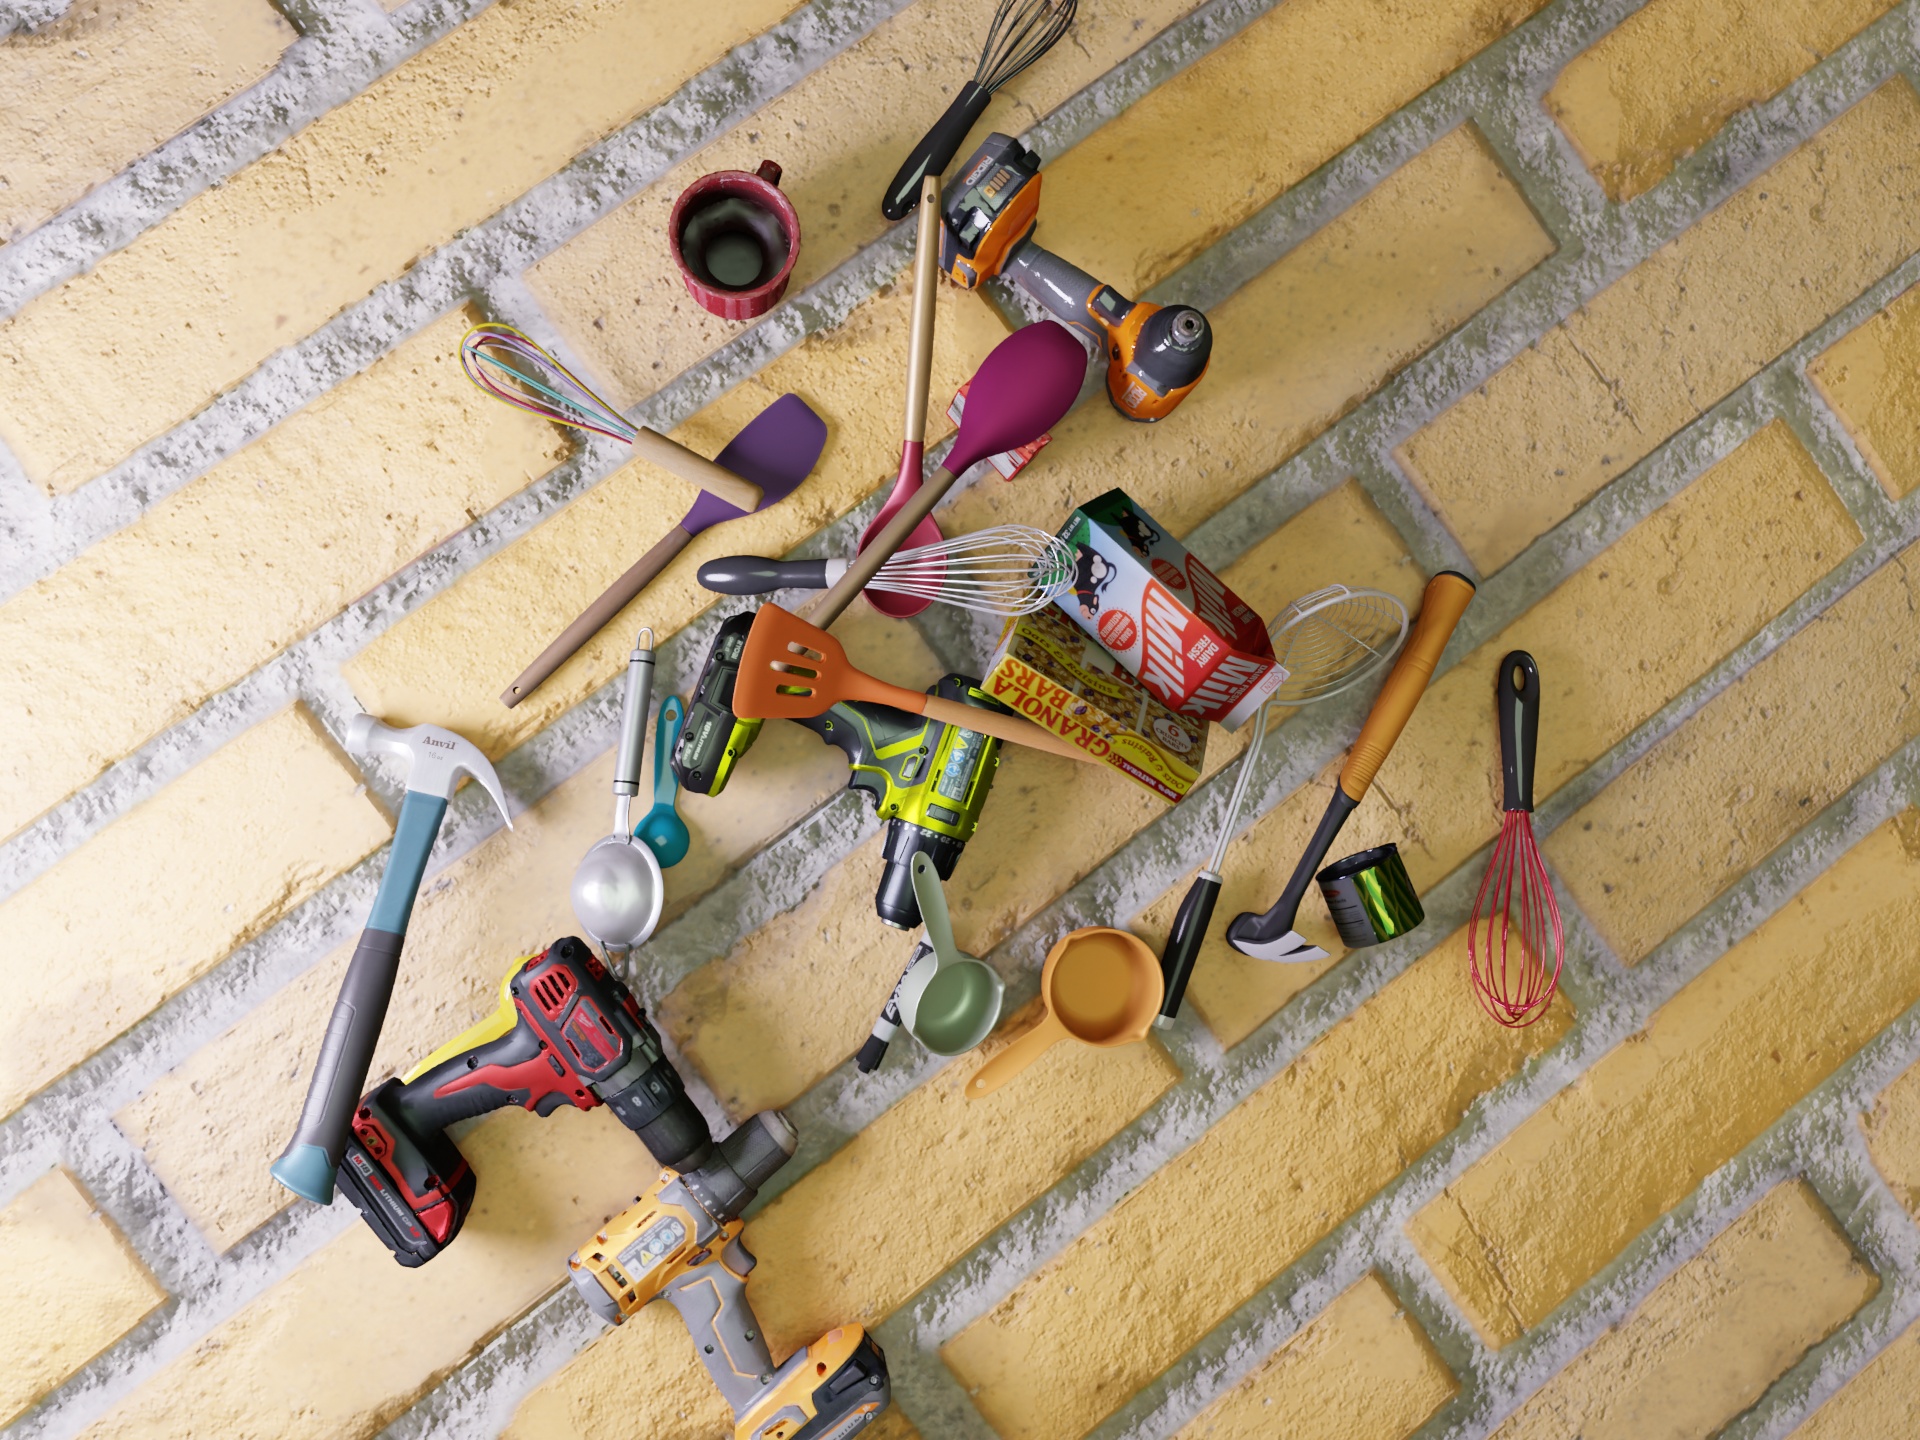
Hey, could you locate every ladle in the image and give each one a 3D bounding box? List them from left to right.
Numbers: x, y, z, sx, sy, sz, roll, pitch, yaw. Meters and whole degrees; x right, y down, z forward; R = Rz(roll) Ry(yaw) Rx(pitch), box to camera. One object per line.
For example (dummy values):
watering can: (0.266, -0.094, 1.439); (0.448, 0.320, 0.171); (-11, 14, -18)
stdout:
ladle: (-0.033, -0.229, 1.151); (0.069, 0.031, 0.315); (5, 110, -2)

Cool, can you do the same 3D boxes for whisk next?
whisk: (-0.254, -0.219, 1.158); (0.245, 0.051, 0.047); (28, 78, -4)
whisk: (-0.056, -0.106, 1.154); (0.284, 0.070, 0.070); (0, 88, 12)
whisk: (0.014, -0.478, 1.206); (0.055, 0.055, 0.239); (36, 88, -5)
whisk: (0.434, 0.090, 1.241); (0.073, 0.073, 0.296); (5, 82, -7)

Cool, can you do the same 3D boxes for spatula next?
spatula: (-0.220, -0.121, 1.178); (0.316, 0.018, 0.060); (-44, 91, -7)
spatula: (-0.002, -0.004, 1.125); (0.322, 0.041, 0.081); (15, 92, -16)

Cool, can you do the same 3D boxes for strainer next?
strainer: (-0.246, 0.057, 1.152); (0.087, 0.050, 0.258); (-1, 78, 31)

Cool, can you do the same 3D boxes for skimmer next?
skimmer: (0.231, 0.069, 1.195); (0.127, 0.090, 0.363); (21, 88, -45)

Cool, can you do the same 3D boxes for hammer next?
hammer: (-0.399, 0.158, 1.087); (0.128, 0.033, 0.331); (13, 67, -6)
hammer: (0.308, 0.031, 1.202); (0.034, 0.127, 0.337); (31, 79, -8)

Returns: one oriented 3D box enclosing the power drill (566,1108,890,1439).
power drill: (-0.143, 0.411, 1.144); (0.185, 0.084, 0.226); (-40, 89, -8)

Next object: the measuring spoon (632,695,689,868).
measuring spoon: (-0.217, 0.045, 1.171); (0.042, 0.021, 0.128); (4, 88, -7)

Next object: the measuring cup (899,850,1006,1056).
measuring cup: (-0.019, 0.165, 1.159); (0.083, 0.038, 0.167); (-24, 113, -25)

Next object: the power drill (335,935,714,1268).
power drill: (-0.302, 0.282, 1.109); (0.226, 0.080, 0.188); (-35, 97, 0)

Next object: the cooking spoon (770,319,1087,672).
cooking spoon: (-0.024, -0.155, 1.116); (0.069, 0.017, 0.319); (41, 86, -3)

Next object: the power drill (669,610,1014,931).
power drill: (-0.090, 0.034, 1.159); (0.228, 0.080, 0.190); (21, 85, -11)

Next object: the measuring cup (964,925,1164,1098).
measuring cup: (0.071, 0.223, 1.190); (0.173, 0.052, 0.095); (-37, 93, -5)

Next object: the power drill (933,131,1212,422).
power drill: (0.086, -0.316, 1.152); (0.226, 0.164, 0.084); (40, 85, -3)

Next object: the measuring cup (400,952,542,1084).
measuring cup: (-0.344, 0.228, 1.144); (0.156, 0.029, 0.062); (-36, 93, -9)
